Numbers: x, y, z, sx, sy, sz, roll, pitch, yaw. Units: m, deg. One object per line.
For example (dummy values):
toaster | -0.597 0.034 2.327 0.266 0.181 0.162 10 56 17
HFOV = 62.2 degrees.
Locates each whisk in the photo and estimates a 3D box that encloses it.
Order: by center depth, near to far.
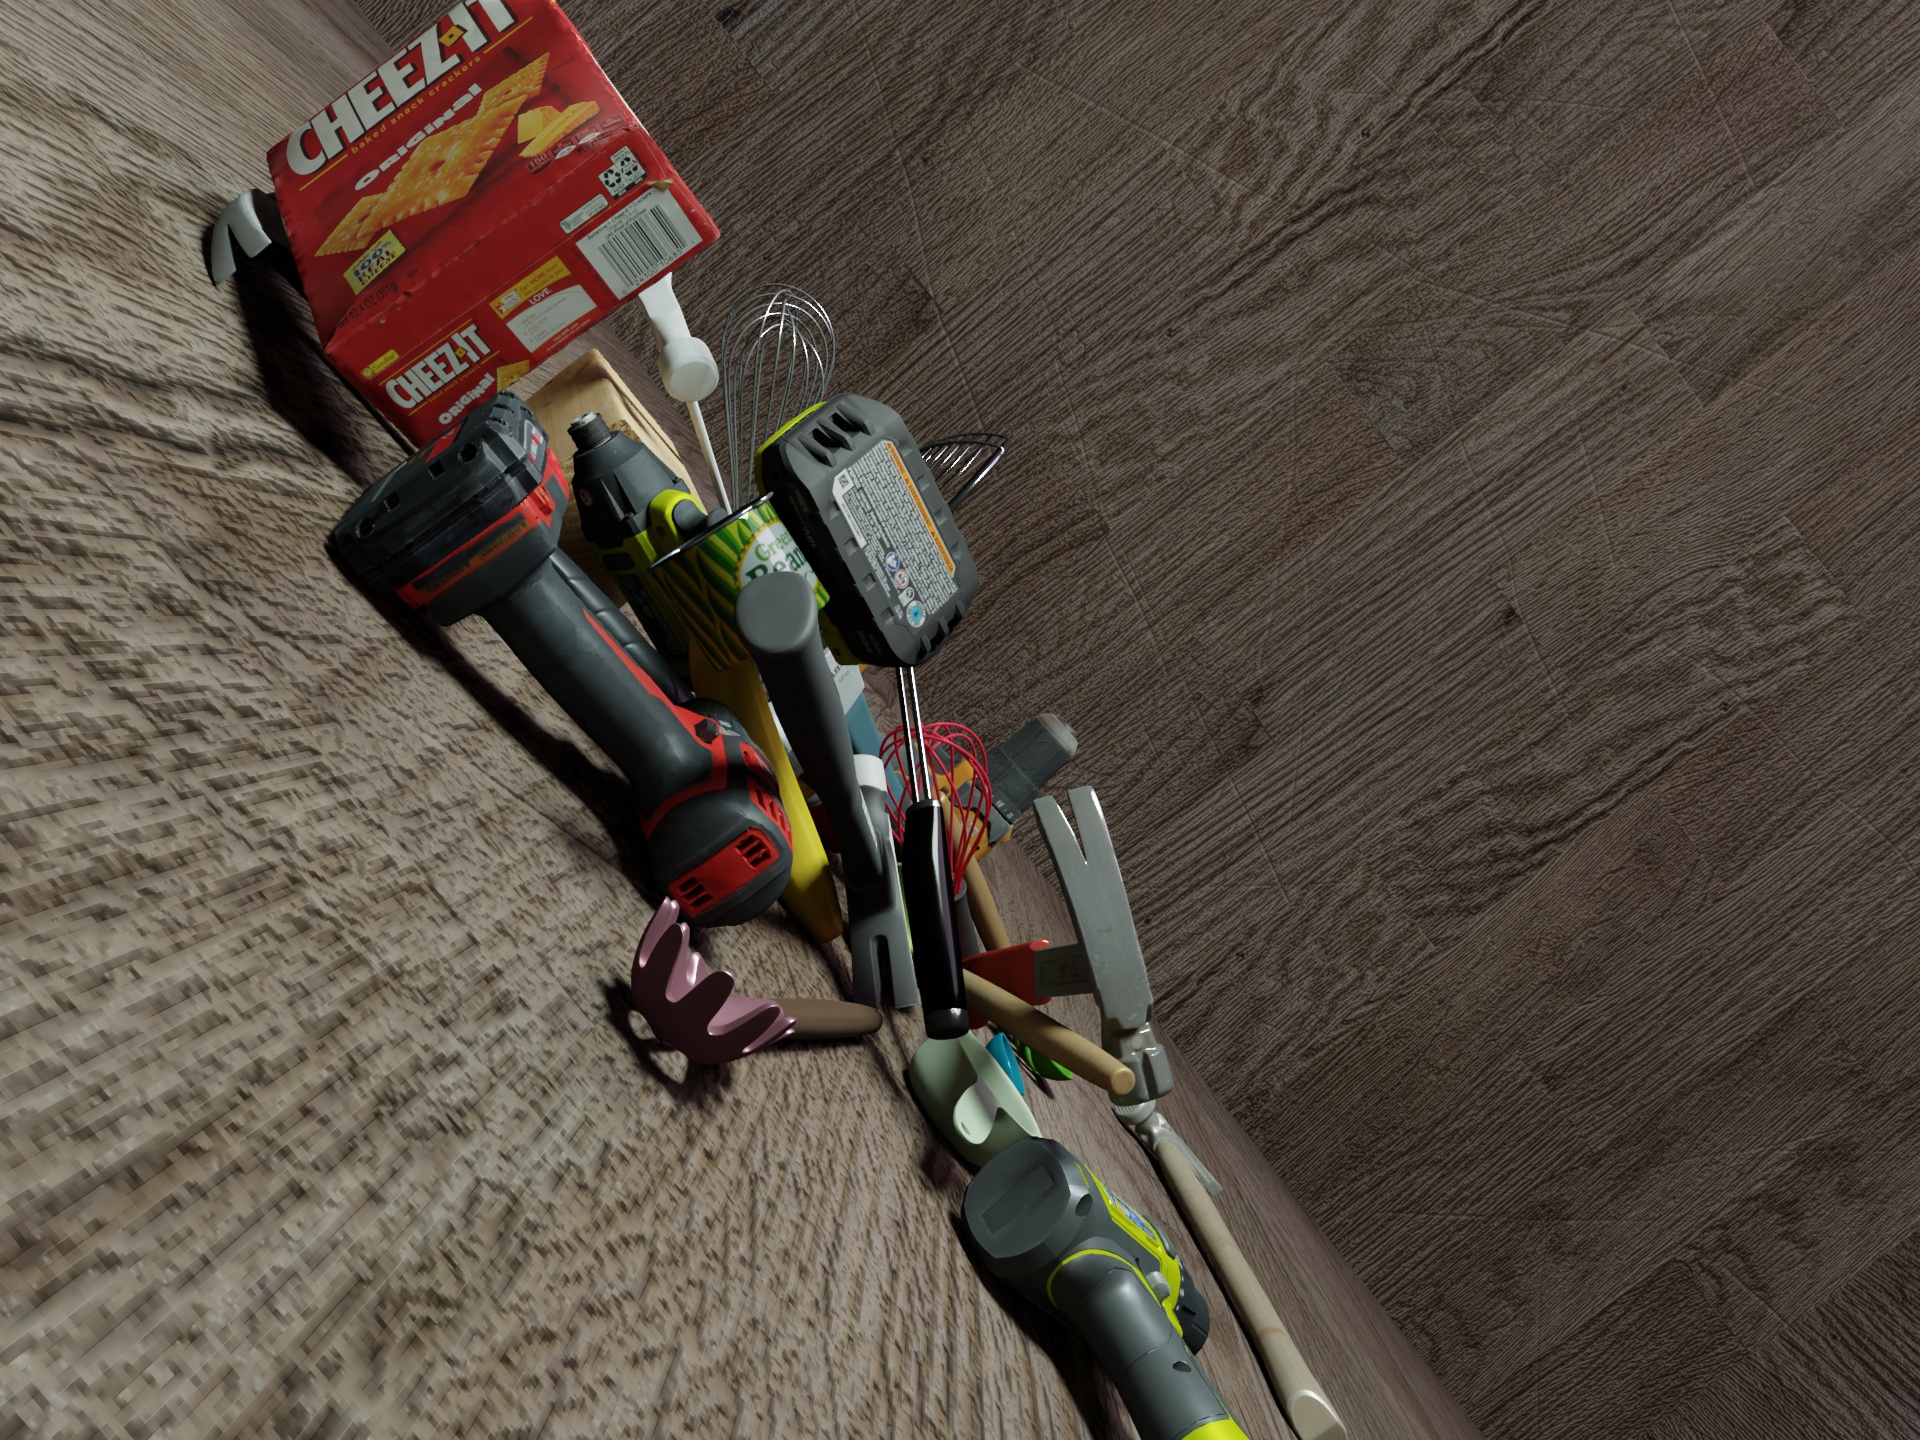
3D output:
whisk | -0.129 -0.123 0.977 0.070 0.284 0.070 10 18 -3
whisk | -0.010 0.097 1.029 0.073 0.073 0.295 54 -19 37

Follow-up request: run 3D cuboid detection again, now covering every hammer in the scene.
hammer | -0.057 0.031 0.730 0.334 0.035 0.146 82 -1 -66
hammer | -0.232 -0.101 0.834 0.408 0.036 0.149 51 3 -20
hammer | 0.034 0.136 0.908 0.359 0.036 0.149 137 -62 -74
hammer | -0.046 0.062 1.046 0.033 0.128 0.330 15 -34 29
hammer | -0.163 -0.136 1.140 0.405 0.035 0.144 79 -12 -50
hammer | 0.232 0.461 1.329 0.146 0.038 0.411 53 2 -20

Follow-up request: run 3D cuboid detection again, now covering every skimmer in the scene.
skimmer | -0.001 -0.003 0.878 0.090 0.127 0.364 10 59 -31

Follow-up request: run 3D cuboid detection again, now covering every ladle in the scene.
ladle | 0.017 0.135 0.837 0.078 0.062 0.320 60 -17 -17

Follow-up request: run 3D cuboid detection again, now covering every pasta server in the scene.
pasta server | -0.068 0.118 0.658 0.060 0.040 0.316 41 -2 15

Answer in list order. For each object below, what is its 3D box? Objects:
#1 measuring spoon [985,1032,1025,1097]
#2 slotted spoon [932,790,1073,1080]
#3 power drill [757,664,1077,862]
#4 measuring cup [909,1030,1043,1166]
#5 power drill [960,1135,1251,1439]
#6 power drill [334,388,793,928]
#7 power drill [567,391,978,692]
measuring spoon | 0.027 0.239 0.985 0.129 0.021 0.042 -95 164 -70
slotted spoon | 0.026 0.162 1.141 0.070 0.031 0.313 51 -14 49
power drill | -0.040 0.007 1.154 0.226 0.185 0.084 48 1 -14
measuring cup | -0.001 0.196 0.789 0.083 0.038 0.167 52 4 6
power drill | 0.104 0.304 0.701 0.190 0.080 0.229 50 0 -42
power drill | -0.157 -0.028 0.696 0.226 0.080 0.188 54 1 -22
power drill | -0.113 -0.096 0.846 0.223 0.080 0.171 0 -53 44
